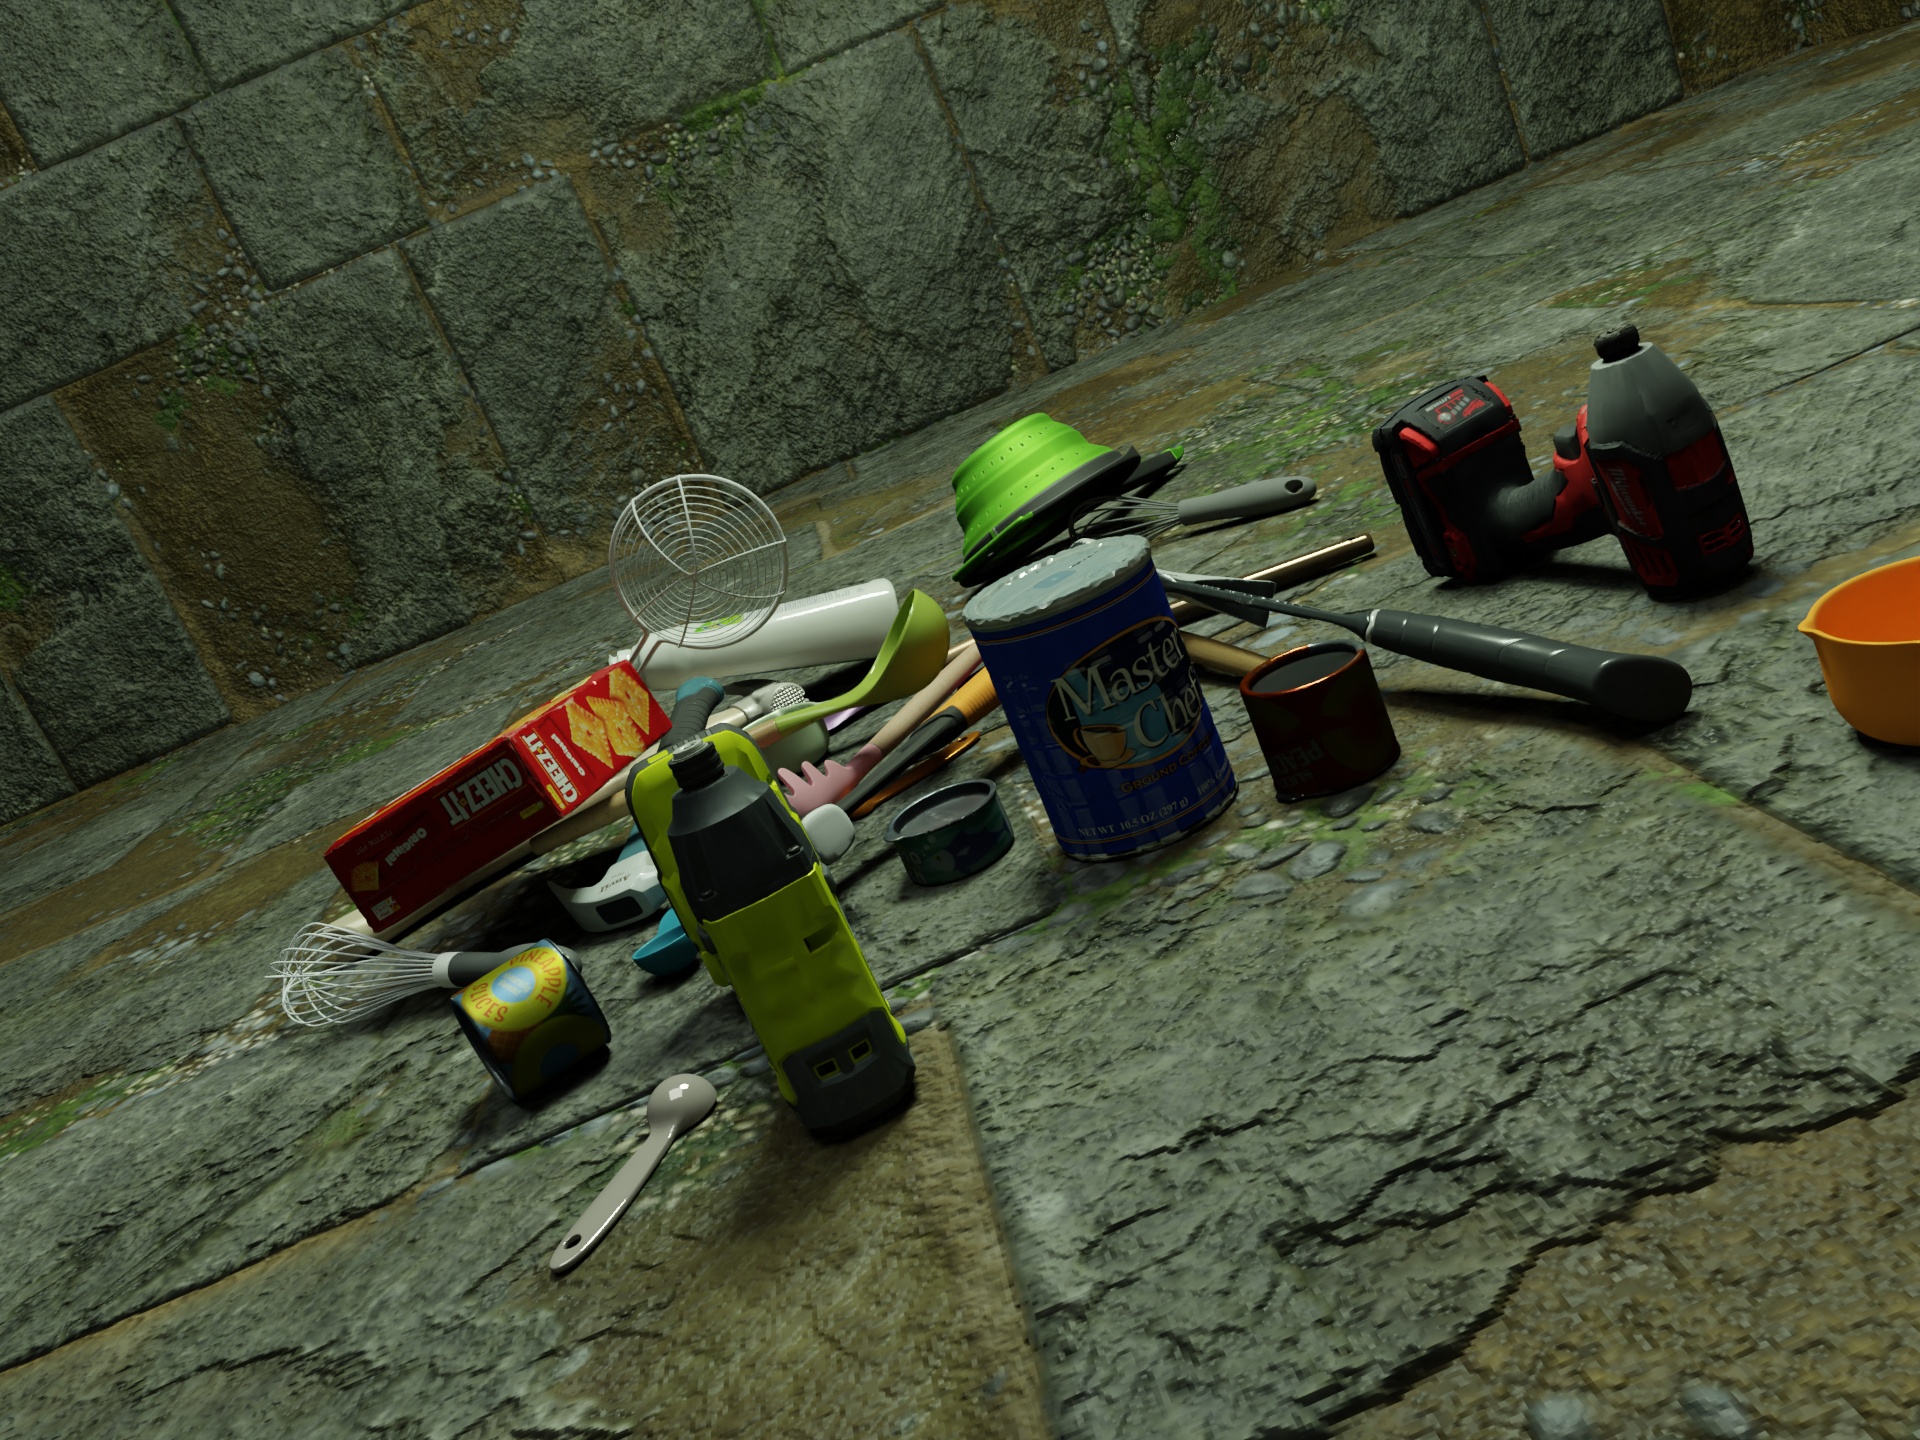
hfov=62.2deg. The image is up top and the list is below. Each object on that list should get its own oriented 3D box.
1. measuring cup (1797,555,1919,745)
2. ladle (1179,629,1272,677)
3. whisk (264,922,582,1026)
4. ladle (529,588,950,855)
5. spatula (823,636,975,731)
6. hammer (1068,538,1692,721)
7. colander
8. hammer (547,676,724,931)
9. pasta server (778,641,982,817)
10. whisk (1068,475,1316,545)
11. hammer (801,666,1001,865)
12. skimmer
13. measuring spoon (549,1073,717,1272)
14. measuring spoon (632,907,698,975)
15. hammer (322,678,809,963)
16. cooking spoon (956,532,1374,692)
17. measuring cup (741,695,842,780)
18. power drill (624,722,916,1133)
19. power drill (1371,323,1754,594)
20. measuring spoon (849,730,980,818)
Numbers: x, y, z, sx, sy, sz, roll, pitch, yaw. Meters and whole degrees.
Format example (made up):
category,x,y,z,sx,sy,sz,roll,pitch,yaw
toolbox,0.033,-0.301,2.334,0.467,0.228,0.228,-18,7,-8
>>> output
category,x,y,z,sx,sy,sz,roll,pitch,yaw
measuring cup,0.371,-0.009,0.579,0.095,0.052,0.174,-16,19,23
ladle,0.133,-0.053,1.059,0.069,0.031,0.316,-35,24,-15
whisk,-0.348,0.160,1.023,0.284,0.070,0.070,-7,22,32
ladle,-0.151,0.006,1.063,0.320,0.062,0.078,-26,16,4
spatula,-0.037,-0.037,1.284,0.316,0.018,0.060,-26,22,-6
hammer,0.221,-0.052,0.880,0.149,0.036,0.409,8,8,-29
colander,0.103,-0.245,1.543,0.204,0.094,0.397,-37,-4,39
hammer,-0.213,0.048,1.153,0.128,0.033,0.331,-26,23,12
pasta server,-0.054,0.006,1.113,0.316,0.040,0.060,-45,-18,-50
whisk,0.197,-0.184,1.388,0.239,0.055,0.055,-7,22,33
hammer,-0.002,-0.003,1.003,0.337,0.034,0.127,-39,7,-32
skimmer,-0.242,-0.060,1.237,0.363,0.127,0.090,-42,22,55
measuring spoon,-0.146,0.193,0.699,0.034,0.018,0.124,-15,19,27
measuring spoon,-0.167,0.129,0.951,0.042,0.021,0.128,-28,7,-1
hammer,-0.320,0.073,1.293,0.410,0.038,0.146,-31,16,-24
cooking spoon,0.144,-0.074,1.154,0.319,0.017,0.069,-20,21,13
measuring cup,-0.094,0.004,1.201,0.167,0.038,0.083,-19,16,7
power drill,-0.097,0.076,0.743,0.080,0.171,0.223,-27,13,-11
power drill,0.337,-0.146,0.901,0.078,0.143,0.220,-30,15,-13
measuring spoon,-0.031,0.033,1.065,0.117,0.011,0.021,-33,19,-29
